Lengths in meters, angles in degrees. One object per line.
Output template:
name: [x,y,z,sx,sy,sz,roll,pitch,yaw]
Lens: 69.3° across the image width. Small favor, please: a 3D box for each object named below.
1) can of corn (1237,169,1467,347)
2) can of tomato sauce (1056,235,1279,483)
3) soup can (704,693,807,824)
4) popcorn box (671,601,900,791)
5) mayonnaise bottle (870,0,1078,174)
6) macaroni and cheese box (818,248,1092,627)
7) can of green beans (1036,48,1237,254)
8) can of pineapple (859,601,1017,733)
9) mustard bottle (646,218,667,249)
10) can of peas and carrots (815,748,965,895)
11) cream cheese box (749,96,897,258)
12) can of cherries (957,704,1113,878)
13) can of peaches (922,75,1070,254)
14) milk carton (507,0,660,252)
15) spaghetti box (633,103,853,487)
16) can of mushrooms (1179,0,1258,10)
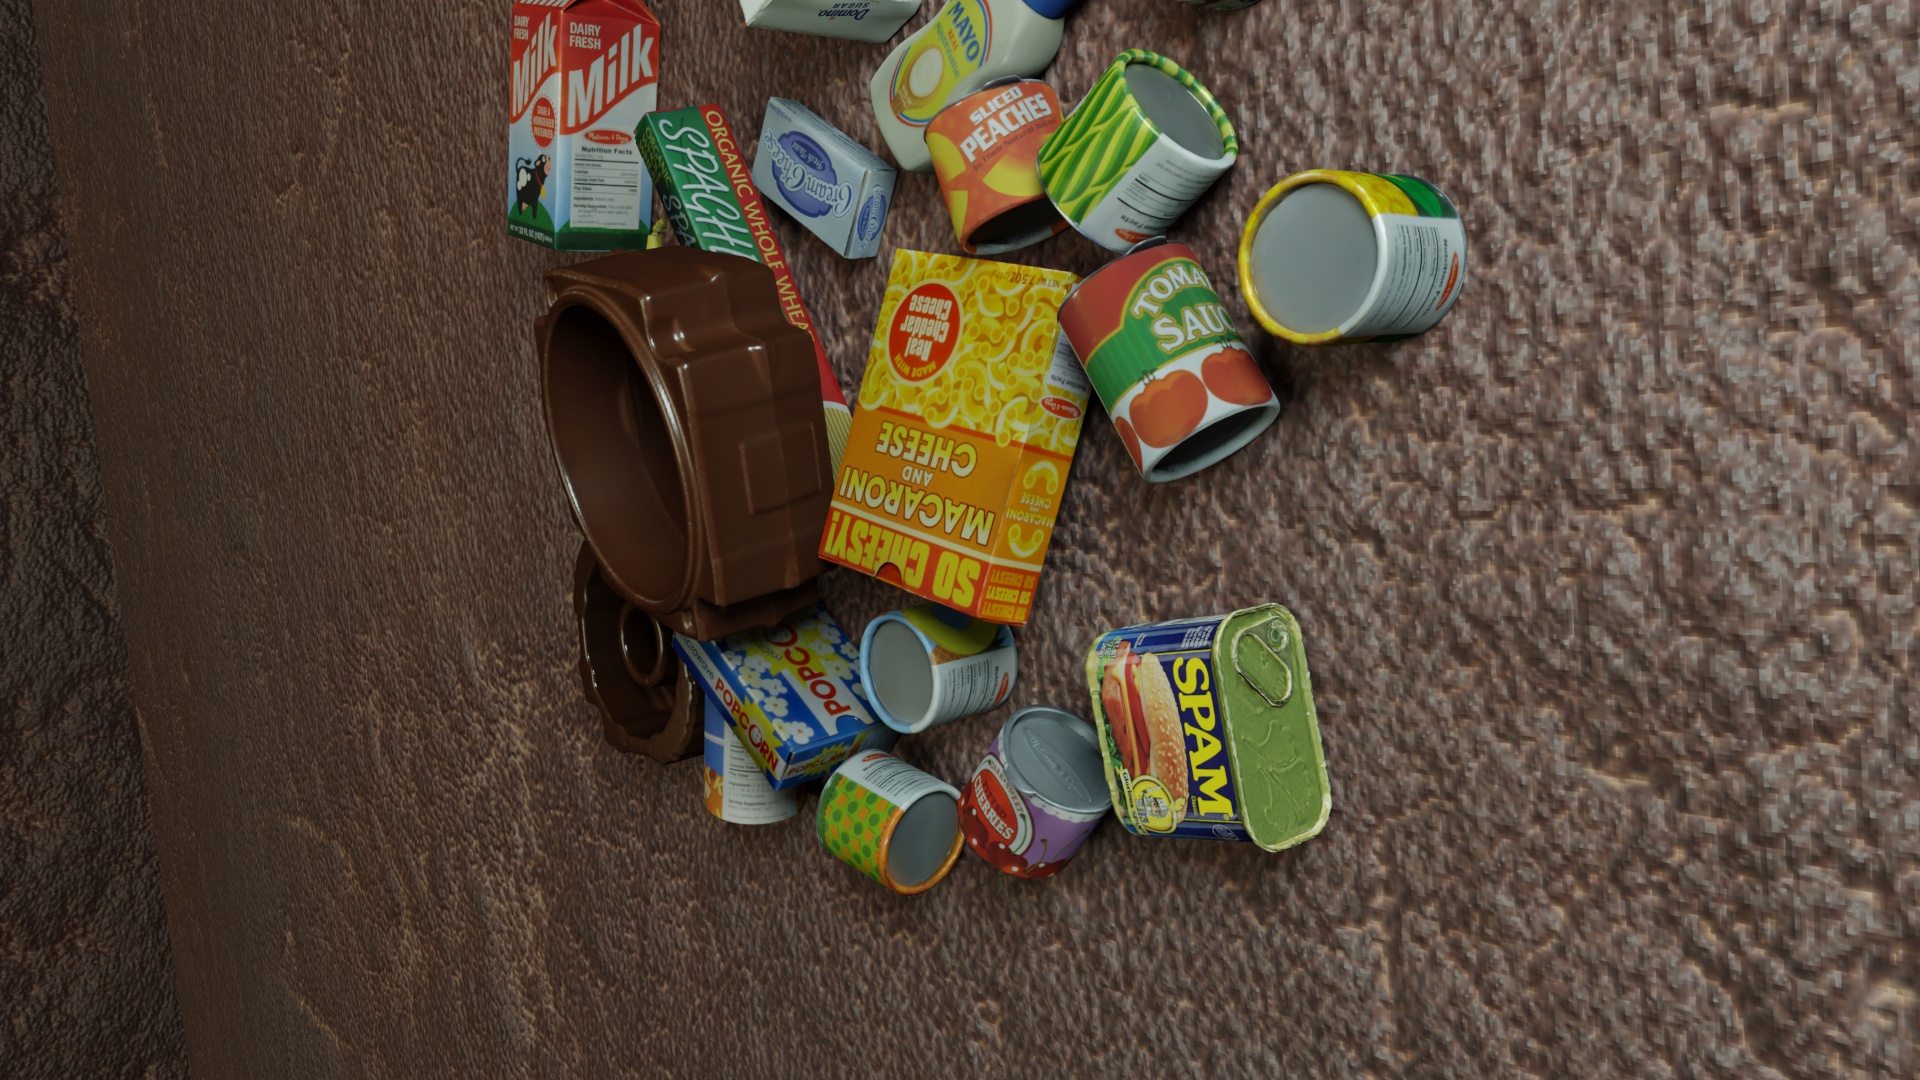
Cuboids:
can of corn: [0.148,-0.108,0.534,0.071,0.058,0.071,11,105,46]
can of tomato sauce: [0.090,-0.077,0.597,0.071,0.071,0.083,-42,68,43]
soup can: [-0.129,0.126,0.877,0.071,0.071,0.083,19,111,44]
popcorn box: [-0.102,0.081,0.823,0.127,0.085,0.038,47,130,30]
mayonnaise bottle: [0.014,-0.241,0.667,0.147,0.041,0.065,-35,70,46]
macaroni and cheese box: [-0.001,-0.054,0.688,0.124,0.040,0.166,18,94,44]
can of green beans: [0.076,-0.166,0.596,0.057,0.071,0.071,-43,66,42]
can of pineapple: [-0.014,0.064,0.743,0.071,0.058,0.071,12,106,46]
mustard bottle: [-0.203,-0.132,0.920,0.065,0.049,0.159,17,110,43]
can of peas and carrots: [-0.038,0.161,0.783,0.059,0.071,0.070,18,111,44]
cream cheese box: [-0.080,-0.207,0.788,0.104,0.024,0.053,43,128,34]
can of cherries: [0.037,0.125,0.690,0.072,0.072,0.058,52,131,28]
can of peaches: [0.022,-0.174,0.650,0.071,0.071,0.058,-25,80,47]
milk carton: [-0.250,-0.293,0.922,0.072,0.074,0.189,25,115,43]
spaghetti box: [-0.120,-0.137,0.805,0.028,0.050,0.250,-31,80,57]
can of mushrooms: [0.103,-0.255,0.573,0.071,0.033,0.071,13,107,45]
